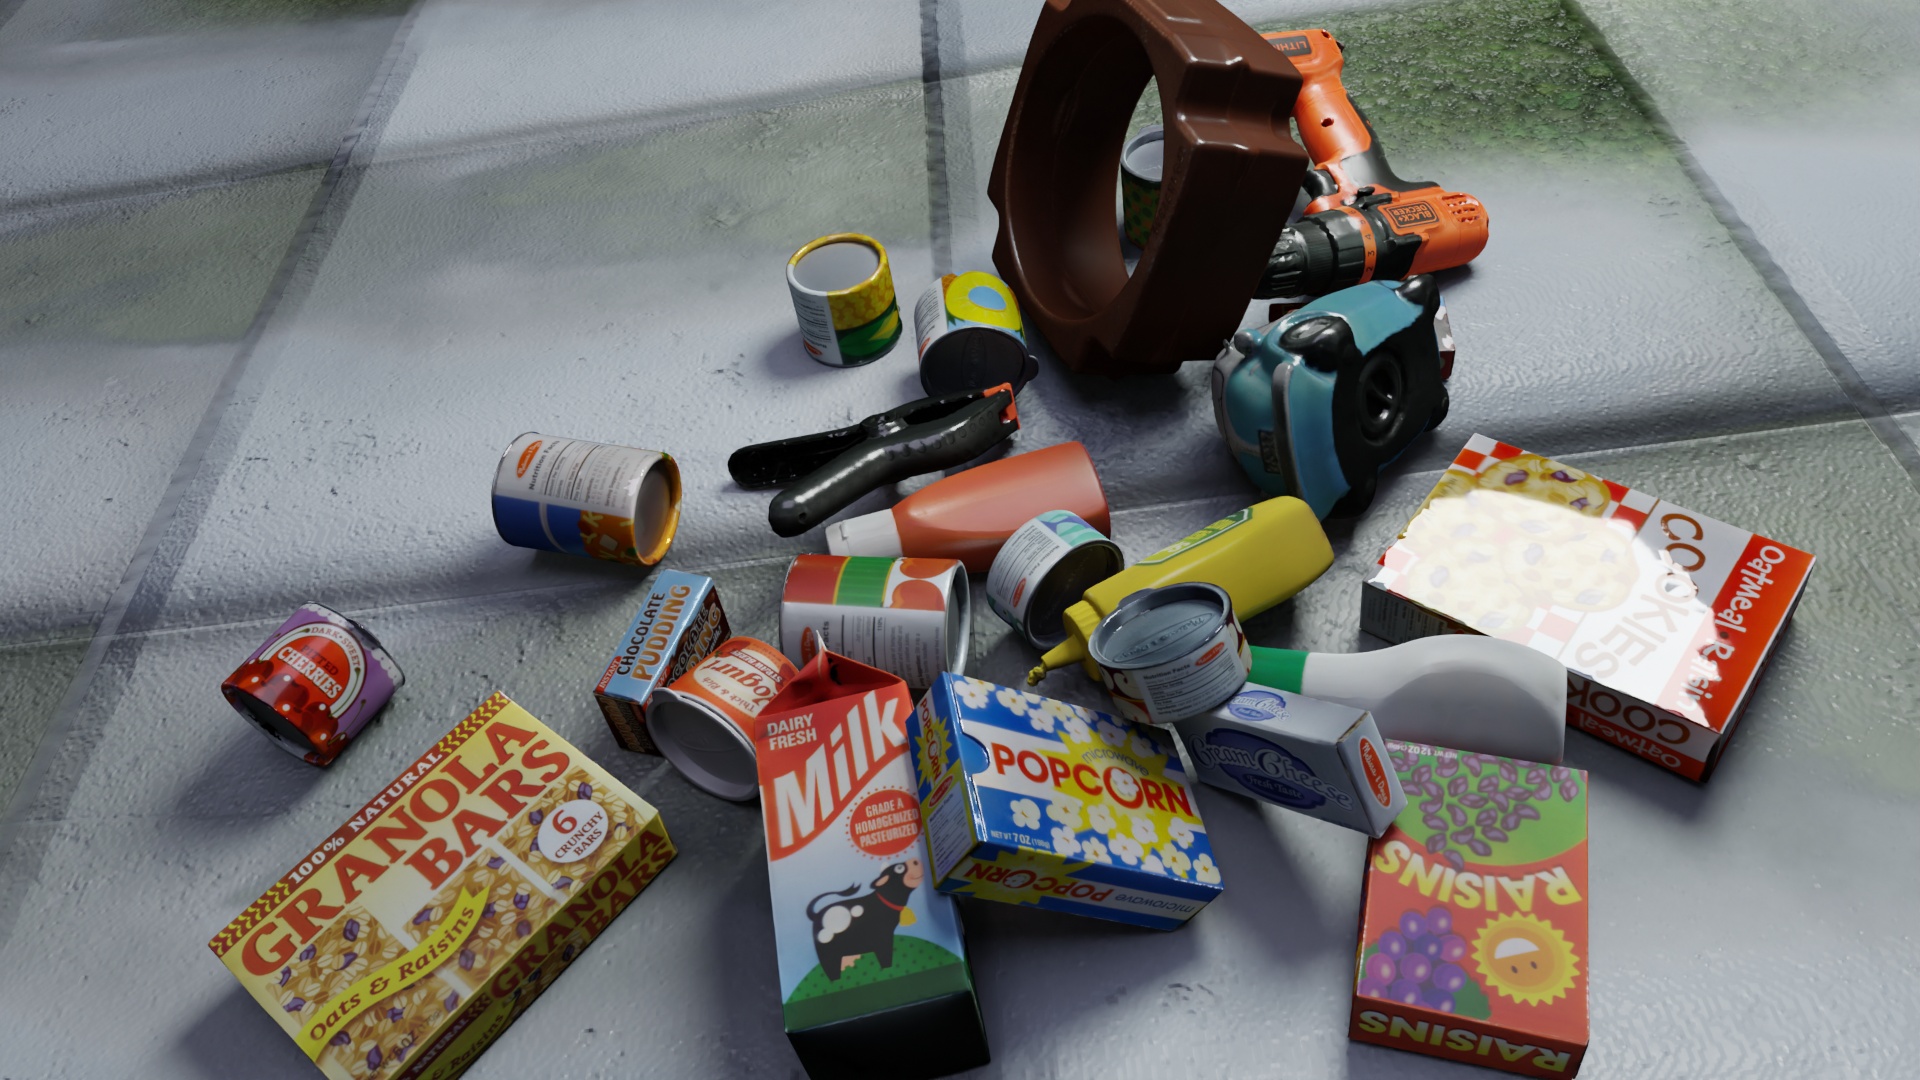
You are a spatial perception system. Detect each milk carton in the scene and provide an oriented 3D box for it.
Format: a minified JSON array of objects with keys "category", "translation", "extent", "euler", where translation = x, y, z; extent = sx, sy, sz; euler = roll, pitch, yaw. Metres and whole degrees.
[{"category":"milk carton","translation":[-0.044,0.131,0.606],"extent":[0.073,0.072,0.191],"euler":[-13,46,-2]}]

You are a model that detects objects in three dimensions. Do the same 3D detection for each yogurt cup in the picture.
[{"category":"yogurt cup","translation":[-0.109,0.084,0.670],"extent":[0.072,0.072,0.054],"euler":[17,44,24]}]

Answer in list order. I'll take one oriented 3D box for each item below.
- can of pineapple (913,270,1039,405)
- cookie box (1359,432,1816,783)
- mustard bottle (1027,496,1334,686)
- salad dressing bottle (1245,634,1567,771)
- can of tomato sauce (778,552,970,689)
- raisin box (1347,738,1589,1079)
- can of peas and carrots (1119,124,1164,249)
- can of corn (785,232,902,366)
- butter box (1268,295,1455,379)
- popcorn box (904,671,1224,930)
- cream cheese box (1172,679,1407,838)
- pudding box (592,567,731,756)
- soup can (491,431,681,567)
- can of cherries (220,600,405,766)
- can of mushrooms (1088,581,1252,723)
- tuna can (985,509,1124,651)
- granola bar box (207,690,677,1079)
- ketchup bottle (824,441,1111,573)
[{"category":"can of pineapple","translation":[0.008,-0.120,0.838],"extent":[0.071,0.070,0.058],"euler":[-9,46,2]},{"category":"cookie box","translation":[0.298,0.026,0.668],"extent":[0.168,0.040,0.123],"euler":[26,57,31]},{"category":"mustard bottle","translation":[0.102,0.030,0.681],"extent":[0.160,0.065,0.049],"euler":[-26,91,-10]},{"category":"salad dressing bottle","translation":[0.195,0.072,0.631],"extent":[0.147,0.064,0.044],"euler":[4,26,23]},{"category":"can of tomato sauce","translation":[-0.041,0.039,0.697],"extent":[0.083,0.070,0.071],"euler":[2,48,11]},{"category":"raisin box","translation":[0.209,0.148,0.569],"extent":[0.086,0.039,0.124],"euler":[8,48,16]},{"category":"can of peas and carrots","translation":[0.139,-0.235,0.927],"extent":[0.071,0.058,0.071],"euler":[-5,46,5]},{"category":"can of corn","translation":[-0.072,-0.156,0.890],"extent":[0.071,0.058,0.071],"euler":[-5,47,5]},{"category":"butter box","translation":[0.236,-0.119,0.825],"extent":[0.103,0.024,0.053],"euler":[-1,46,8]},{"category":"popcorn box","translation":[0.043,0.111,0.587],"extent":[0.127,0.038,0.085],"euler":[18,39,-29]},{"category":"cream cheese box","translation":[0.137,0.090,0.600],"extent":[0.024,0.053,0.104],"euler":[-40,26,-26]},{"category":"pudding box","translation":[-0.151,0.061,0.706],"extent":[0.030,0.049,0.084],"euler":[9,49,16]},{"category":"soup can","translation":[-0.208,-0.022,0.783],"extent":[0.084,0.071,0.072],"euler":[9,49,12]},{"category":"can of cherries","translation":[-0.332,0.073,0.712],"extent":[0.071,0.071,0.059],"euler":[18,53,25]},{"category":"can of mushrooms","translation":[0.093,0.049,0.620],"extent":[0.071,0.033,0.071],"euler":[-22,22,9]},{"category":"tuna can","translation":[0.049,0.020,0.701],"extent":[0.071,0.070,0.033],"euler":[-33,49,-20]},{"category":"granola bar box","translation":[-0.232,0.162,0.633],"extent":[0.124,0.038,0.166],"euler":[27,57,30]},{"category":"ketchup bottle","translation":[0.003,-0.009,0.750],"extent":[0.149,0.043,0.065],"euler":[-14,46,-3]}]
